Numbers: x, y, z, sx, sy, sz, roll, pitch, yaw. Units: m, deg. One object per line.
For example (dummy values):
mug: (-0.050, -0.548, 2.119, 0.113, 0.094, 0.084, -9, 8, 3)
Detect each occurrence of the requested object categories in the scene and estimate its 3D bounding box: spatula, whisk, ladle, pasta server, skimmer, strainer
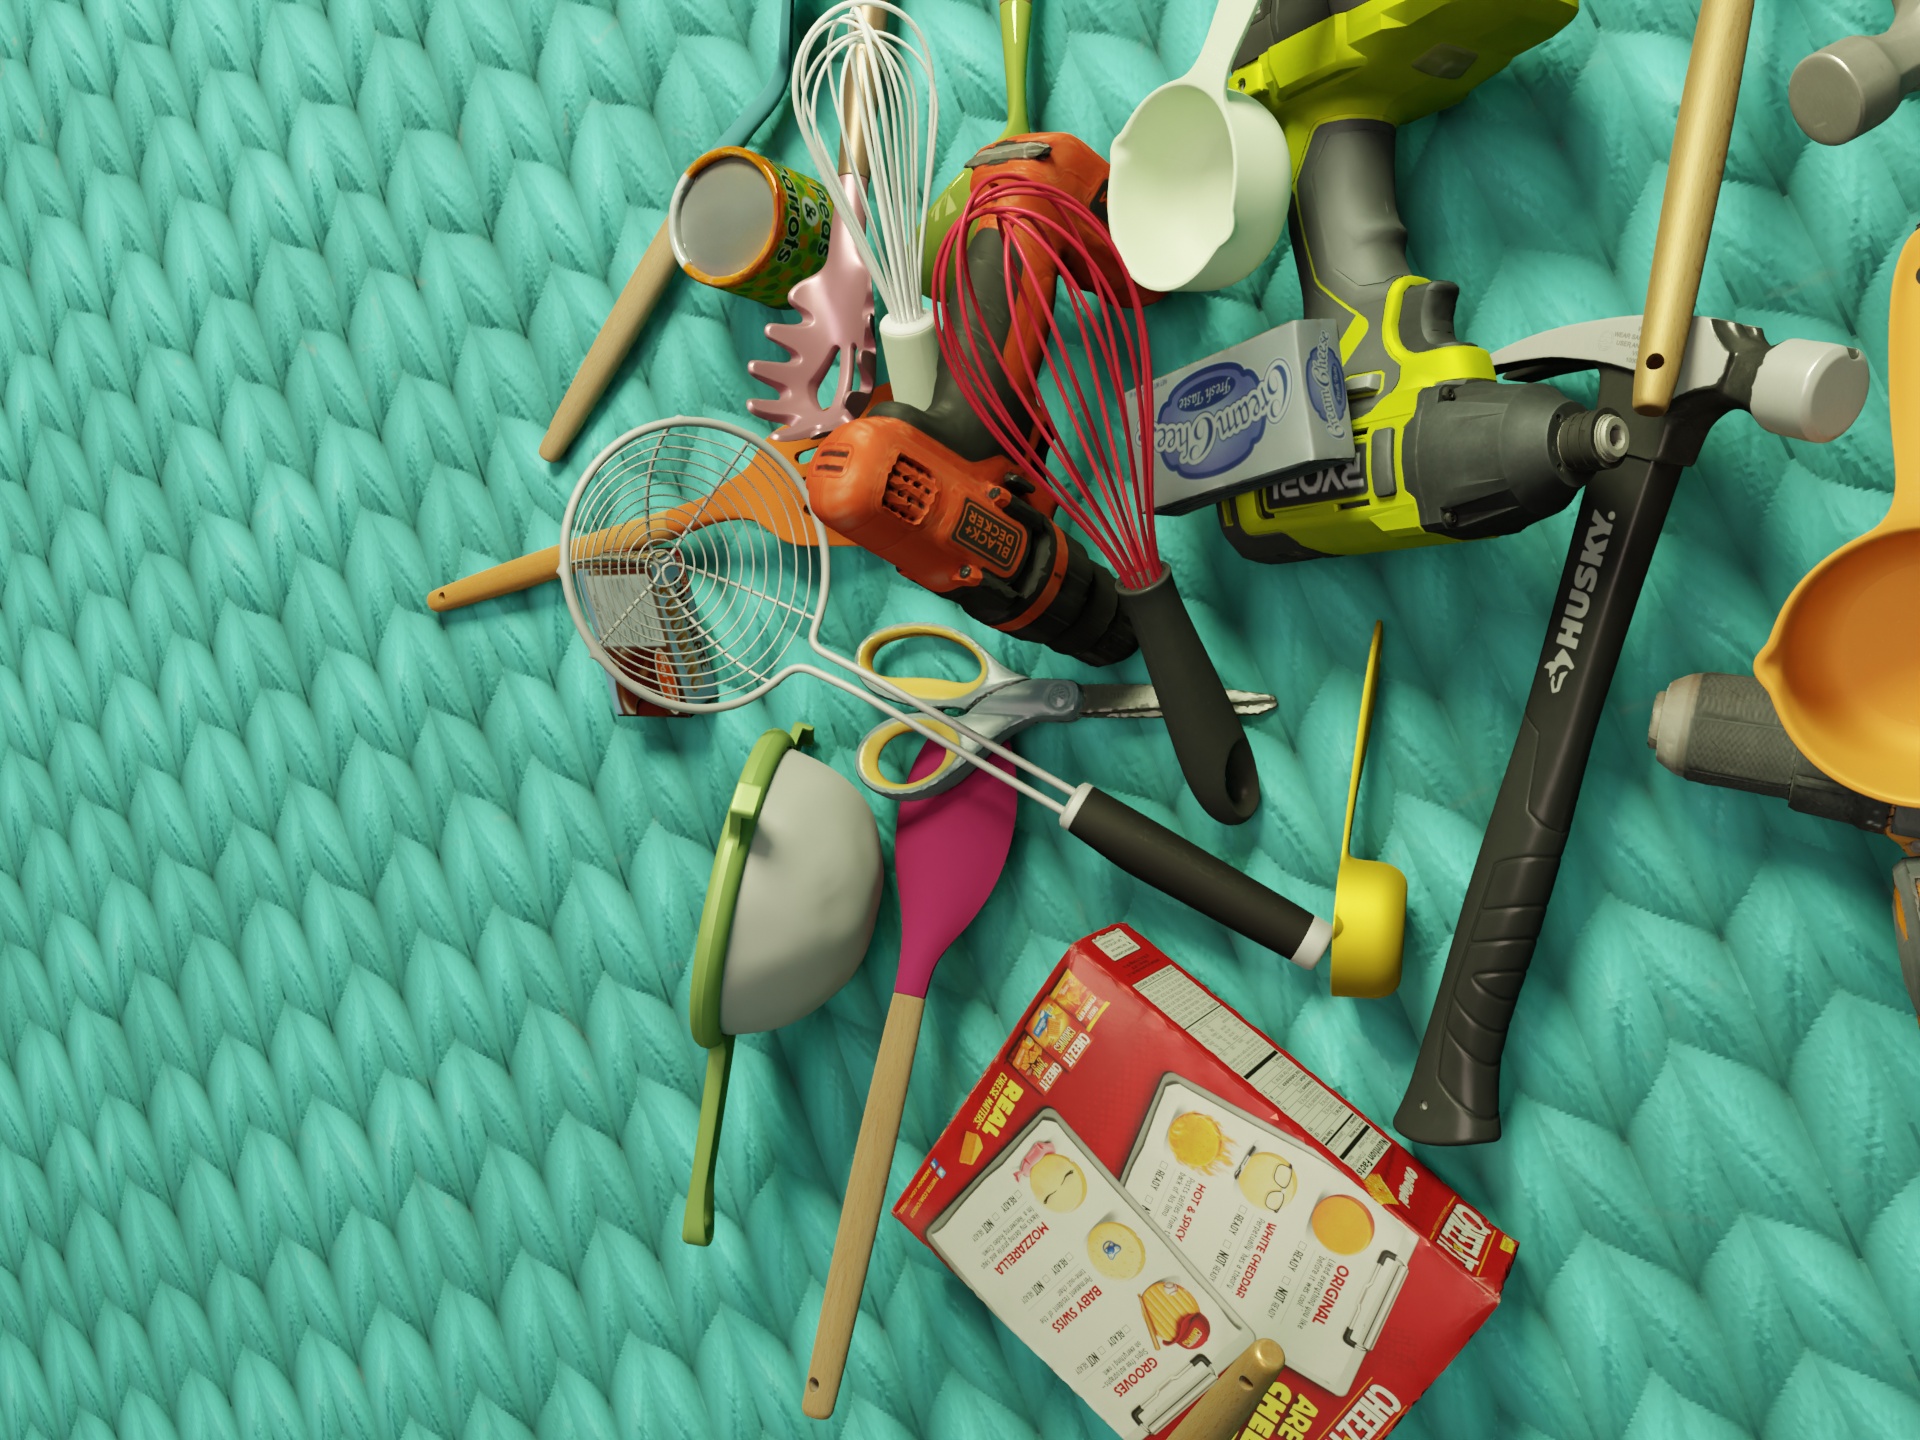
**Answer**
spatula: (-0.145, -0.264, 0.801, 0.044, 0.082, 0.317, 28, 114, -20)
whisk: (-0.023, -0.178, 0.678, 0.058, 0.059, 0.246, -126, 19, -48)
ladle: (0.268, -0.252, 0.553, 0.069, 0.031, 0.315, 8, 78, 36)
pasta server: (-0.051, -0.278, 0.732, 0.060, 0.040, 0.316, 2, 84, 29)
skimmer: (-0.001, -0.002, 0.673, 0.363, 0.090, 0.127, 30, 71, 9)
whisk: (0.064, -0.071, 0.620, 0.073, 0.073, 0.295, -9, 124, 27)
spatula: (-0.161, -0.096, 0.830, 0.322, 0.041, 0.081, -12, 88, 31)
strainer: (-0.082, 0.134, 0.746, 0.069, 0.151, 0.256, 11, 101, 2)
ladle: (0.014, -0.346, 0.711, 0.062, 0.078, 0.320, 4, 89, 4)

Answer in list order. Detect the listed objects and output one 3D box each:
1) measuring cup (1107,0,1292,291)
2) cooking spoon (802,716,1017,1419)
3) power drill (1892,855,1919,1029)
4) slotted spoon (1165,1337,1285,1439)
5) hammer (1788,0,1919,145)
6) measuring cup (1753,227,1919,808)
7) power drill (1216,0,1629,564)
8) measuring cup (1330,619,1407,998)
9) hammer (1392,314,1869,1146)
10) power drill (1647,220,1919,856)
measuring cup: (0.106, -0.238, 0.585, 0.083, 0.038, 0.167, 53, 135, 40)
cooking spoon: (-0.029, 0.151, 0.723, 0.069, 0.017, 0.319, 4, 76, 37)
power drill: (0.395, 0.139, 0.487, 0.164, 0.084, 0.226, -11, 103, 27)
slotted spoon: (0.069, 0.342, 0.666, 0.070, 0.031, 0.313, 38, 131, 21)
hammer: (0.268, -0.362, 0.525, 0.130, 0.031, 0.331, -27, 89, -7)
measuring cup: (0.301, -0.062, 0.493, 0.095, 0.052, 0.173, 0, 98, 34)
power drill: (0.169, -0.176, 0.597, 0.171, 0.080, 0.223, 0, 91, 57)
measuring cup: (0.173, 0.036, 0.651, 0.029, 0.062, 0.156, 7, 85, 17)
hammer: (0.220, 0.014, 0.607, 0.146, 0.035, 0.334, 37, 121, 57)
power drill: (0.346, -0.064, 0.539, 0.185, 0.084, 0.226, 10, 101, 29)
